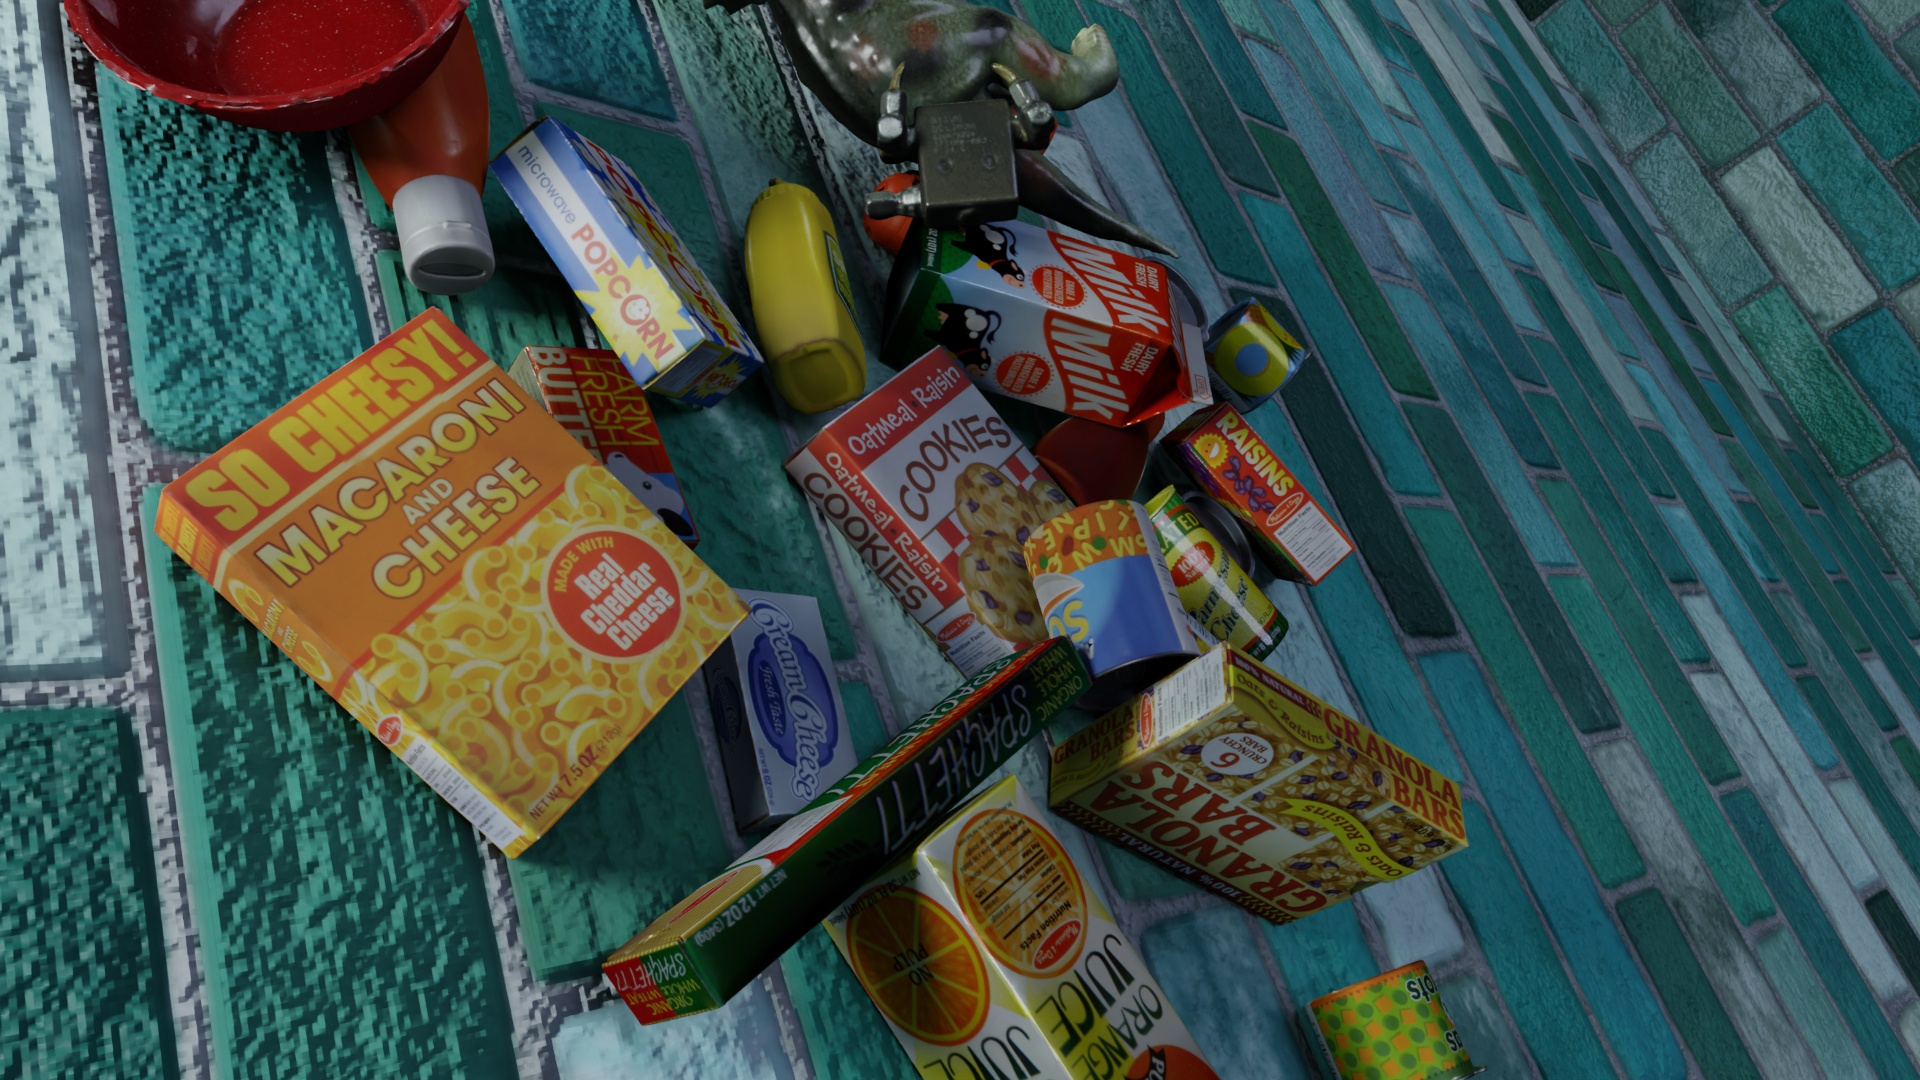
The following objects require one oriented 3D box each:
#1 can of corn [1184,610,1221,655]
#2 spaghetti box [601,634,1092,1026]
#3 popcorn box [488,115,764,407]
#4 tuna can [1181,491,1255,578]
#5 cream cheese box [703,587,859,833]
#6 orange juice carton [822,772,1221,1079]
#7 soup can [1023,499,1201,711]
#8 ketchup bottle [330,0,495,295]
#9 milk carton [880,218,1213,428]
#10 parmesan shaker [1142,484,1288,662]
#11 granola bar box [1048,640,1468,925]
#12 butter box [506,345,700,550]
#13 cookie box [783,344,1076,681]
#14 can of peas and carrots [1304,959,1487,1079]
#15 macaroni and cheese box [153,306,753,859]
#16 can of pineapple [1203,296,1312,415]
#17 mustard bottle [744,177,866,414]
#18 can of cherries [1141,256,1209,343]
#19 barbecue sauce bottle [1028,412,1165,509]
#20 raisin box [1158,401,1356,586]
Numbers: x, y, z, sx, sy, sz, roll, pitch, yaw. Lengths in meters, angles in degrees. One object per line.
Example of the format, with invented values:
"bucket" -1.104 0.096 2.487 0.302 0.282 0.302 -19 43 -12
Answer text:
"can of corn" 0.100 0.067 0.737 0.058 0.071 0.071 40 39 -14
"spaghetti box" -0.030 0.103 0.550 0.251 0.050 0.028 -32 94 -49
"popcorn box" -0.151 -0.125 0.638 0.127 0.038 0.085 55 7 6
"tuna can" 0.149 0.008 0.858 0.071 0.032 0.071 26 43 -28
"cream cheese box" -0.077 0.071 0.589 0.053 0.024 0.104 8 55 -43
"orange juice carton" 0.035 0.200 0.556 0.193 0.071 0.073 55 38 7
"soup can" 0.070 0.032 0.672 0.071 0.071 0.084 7 56 -42
"ketchup bottle" -0.239 -0.179 0.617 0.065 0.043 0.149 -2 61 -36
"milk carton" 0.056 -0.126 0.801 0.191 0.073 0.073 14 48 -14
"parmesan shaker" 0.132 0.028 0.795 0.103 0.071 0.072 48 38 -3
"granola bar box" 0.145 0.126 0.683 0.165 0.123 0.039 31 43 -24
"butter box" -0.155 -0.036 0.599 0.053 0.024 0.104 -3 62 -45
"cookie box" 0.003 -0.009 0.722 0.167 0.040 0.123 50 38 -3
"can of peas and carrots" 0.217 0.249 0.698 0.071 0.070 0.059 3 57 -44
"macaroni and cheese box" -0.178 0.013 0.507 0.166 0.040 0.124 45 50 -6
"can of pineapple" 0.208 -0.135 1.006 0.058 0.070 0.071 44 38 -8
"mustard bottle" -0.085 -0.141 0.725 0.065 0.049 0.161 68 7 -55
"can of cherries" 0.126 -0.147 0.943 0.071 0.058 0.072 27 43 -28
"barbecue sauce bottle" 0.084 -0.051 0.834 0.065 0.043 0.149 48 37 -2
"raisin box" 0.187 -0.030 0.890 0.123 0.040 0.086 48 0 -3
